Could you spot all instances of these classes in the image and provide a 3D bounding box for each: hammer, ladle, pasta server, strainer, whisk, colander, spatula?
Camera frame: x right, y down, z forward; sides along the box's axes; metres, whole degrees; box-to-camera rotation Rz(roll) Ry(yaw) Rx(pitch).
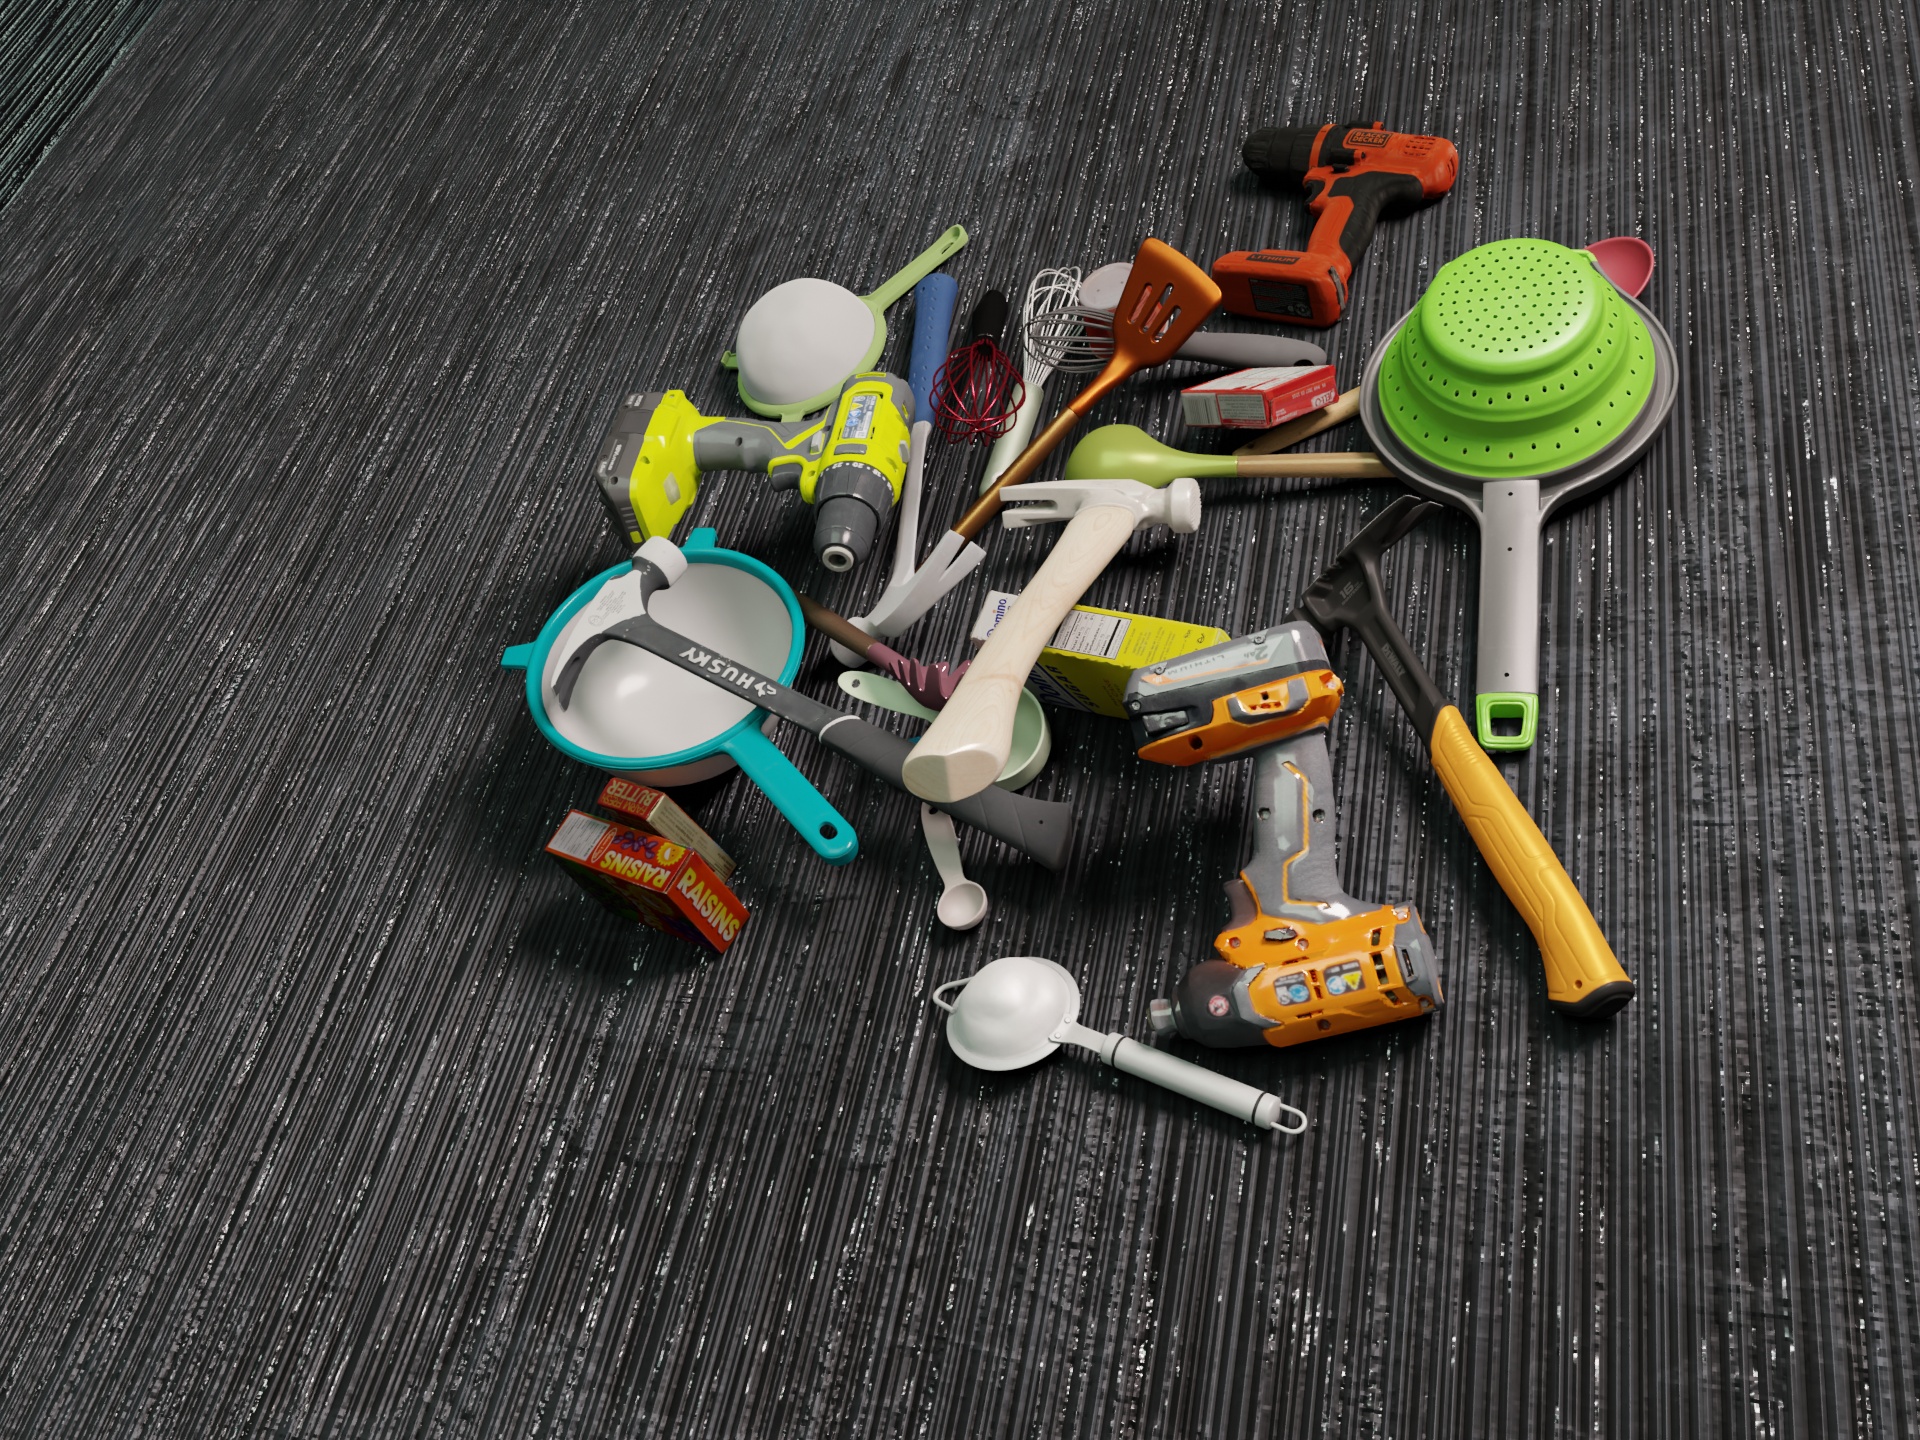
[{"bbox_3d":[0.298,0.020,0.930,0.127,0.034,0.337,-52,42,35],"label":"hammer"},{"bbox_3d":[0.343,-0.257,1.146,0.315,0.031,0.069,-25,50,11],"label":"ladle"},{"bbox_3d":[-0.073,-0.064,1.144,0.316,0.060,0.040,32,117,52],"label":"pasta server"},{"bbox_3d":[0.085,0.190,0.940,0.259,0.050,0.087,16,53,31],"label":"strainer"},{"bbox_3d":[0.058,-0.275,1.297,0.059,0.057,0.246,-26,40,56],"label":"whisk"},{"bbox_3d":[0.018,-0.291,1.271,0.073,0.073,0.296,-18,29,15],"label":"whisk"},{"bbox_3d":[0.039,-0.066,0.988,0.146,0.038,0.411,2,28,20],"label":"hammer"},{"bbox_3d":[0.163,-0.288,1.232,0.239,0.055,0.055,9,60,17],"label":"whisk"},{"bbox_3d":[0.228,-0.179,1.142,0.320,0.062,0.078,2,80,20],"label":"ladle"},{"bbox_3d":[0.349,-0.174,1.011,0.204,0.094,0.397,0,62,21],"label":"colander"},{"bbox_3d":[-0.106,-0.382,1.438,0.256,0.069,0.152,-38,48,-1],"label":"strainer"},{"bbox_3d":[-0.173,0.012,1.170,0.211,0.095,0.341,-36,56,-17],"label":"strainer"},{"bbox_3d":[-0.030,-0.230,1.287,0.144,0.035,0.406,-34,37,38],"label":"hammer"},{"bbox_3d":[0.066,-0.219,1.208,0.322,0.041,0.081,-47,69,7],"label":"spatula"},{"bbox_3d":[-0.102,0.002,1.085,0.409,0.036,0.149,26,62,23],"label":"hammer"}]

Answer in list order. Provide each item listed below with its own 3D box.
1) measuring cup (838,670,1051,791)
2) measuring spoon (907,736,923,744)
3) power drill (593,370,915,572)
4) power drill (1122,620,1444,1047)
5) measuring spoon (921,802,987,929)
[{"bbox_3d":[-0.012,0.000,1.114,0.168,0.038,0.083,20,75,28],"label":"measuring cup"},{"bbox_3d":[-0.002,-0.004,1.136,0.128,0.021,0.042,-46,49,-7],"label":"measuring spoon"},{"bbox_3d":[-0.154,-0.186,1.215,0.228,0.080,0.191,0,49,11],"label":"power drill"},{"bbox_3d":[0.165,0.073,0.912,0.164,0.084,0.226,-17,79,15],"label":"power drill"},{"bbox_3d":[-0.006,0.095,1.075,0.034,0.018,0.124,-27,42,7],"label":"measuring spoon"}]
